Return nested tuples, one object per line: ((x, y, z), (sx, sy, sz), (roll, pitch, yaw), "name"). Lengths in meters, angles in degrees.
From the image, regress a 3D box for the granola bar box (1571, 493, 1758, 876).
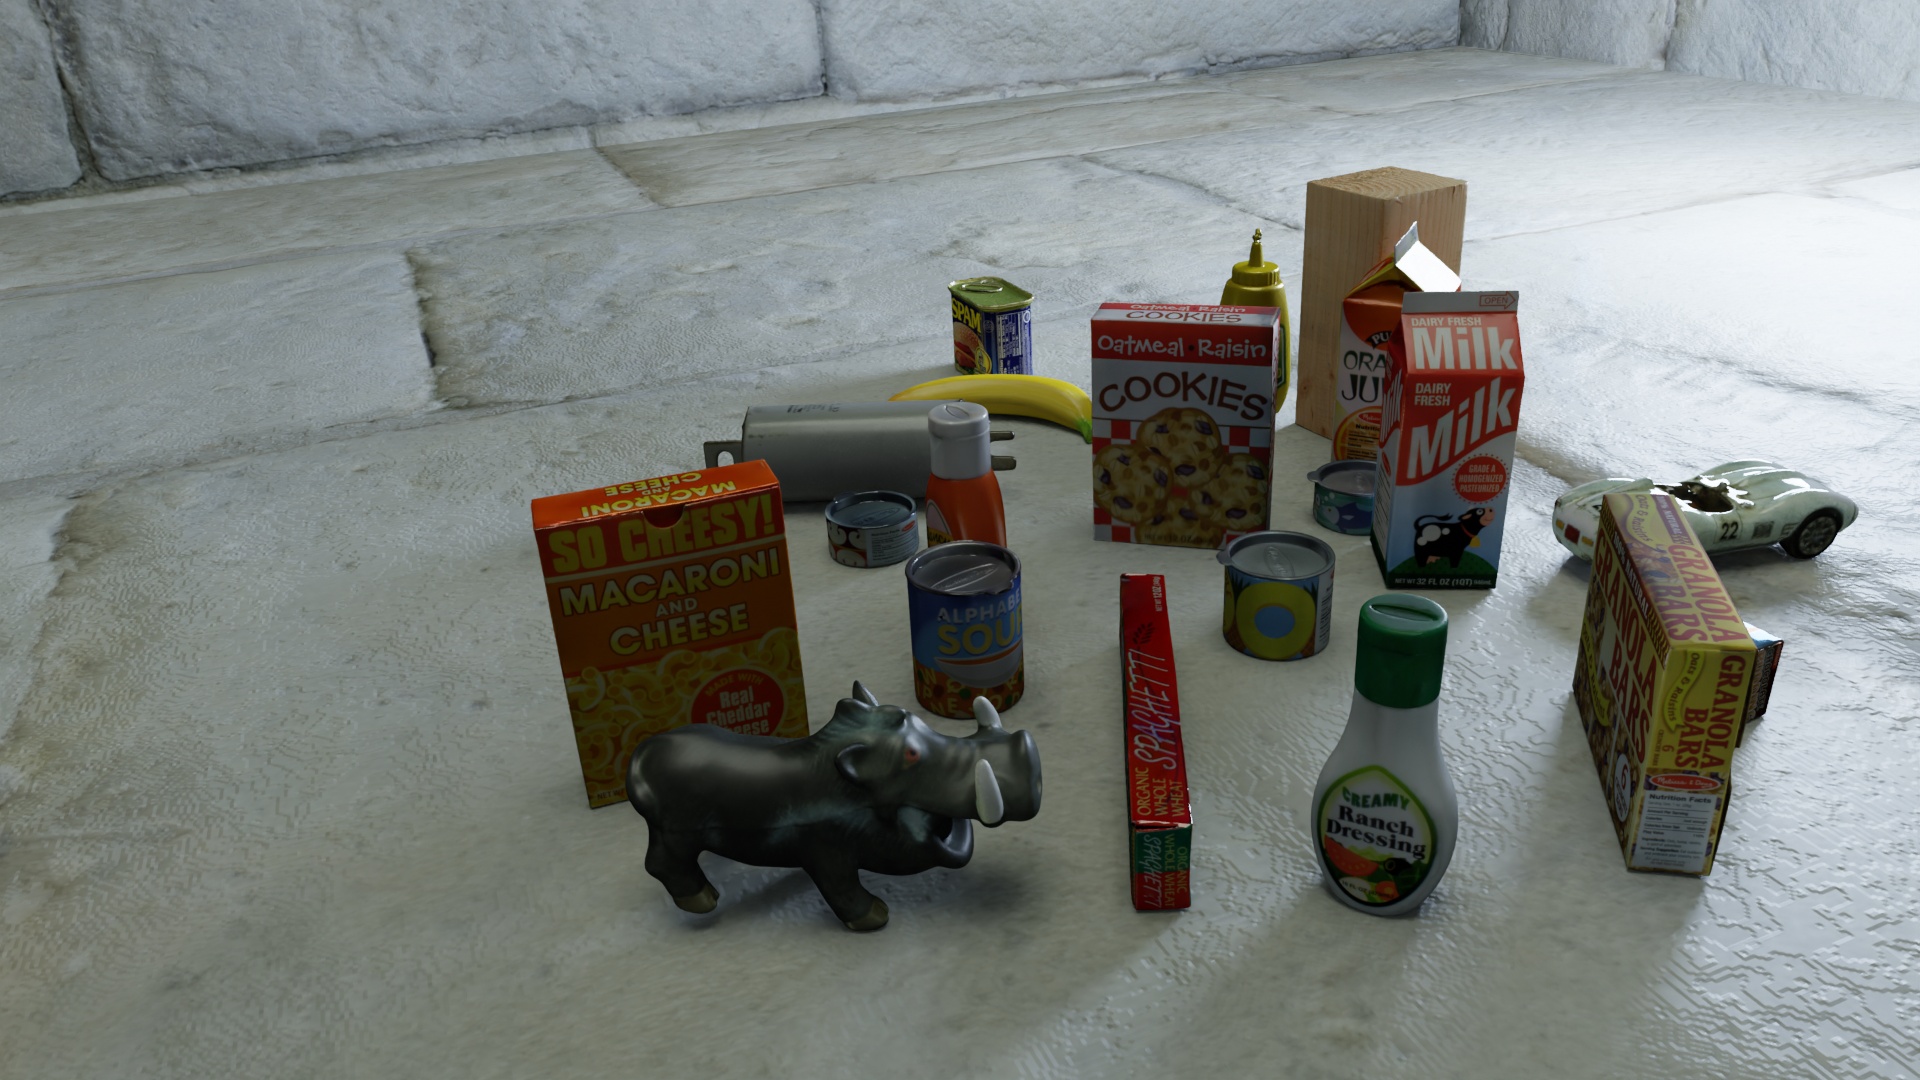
((0.345, 0.065, 0.691), (0.039, 0.123, 0.166), (3, 26, 13), "granola bar box")

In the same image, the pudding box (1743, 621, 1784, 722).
((0.409, 0.061, 0.776), (0.030, 0.049, 0.084), (-14, 28, -22), "pudding box")

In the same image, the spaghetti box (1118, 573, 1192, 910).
((0.101, 0.096, 0.741), (0.029, 0.050, 0.251), (-1, 26, 5), "spaghetti box")

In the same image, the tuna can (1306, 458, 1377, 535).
((0.286, -0.032, 1.003), (0.071, 0.032, 0.071), (-3, 26, 1), "tuna can")

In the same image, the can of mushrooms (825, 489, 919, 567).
((-0.064, -0.010, 0.999), (0.071, 0.033, 0.071), (-3, 26, 1), "can of mushrooms")

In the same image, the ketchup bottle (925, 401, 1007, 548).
((0.003, -0.011, 0.861), (0.044, 0.148, 0.065), (-16, 28, -25), "ketchup bottle")

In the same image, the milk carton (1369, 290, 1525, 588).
((0.312, -0.068, 0.895), (0.072, 0.189, 0.074), (0, 26, 7), "milk carton")

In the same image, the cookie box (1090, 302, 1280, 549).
((0.154, -0.079, 0.962), (0.123, 0.166, 0.040), (5, 27, 16), "cookie box")

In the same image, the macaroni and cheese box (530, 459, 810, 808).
((-0.149, 0.050, 0.734), (0.124, 0.165, 0.040), (-12, 27, -17), "macaroni and cheese box")

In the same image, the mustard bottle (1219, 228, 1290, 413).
((0.247, -0.184, 1.178), (0.065, 0.159, 0.049), (-9, 26, -12), "mustard bottle")

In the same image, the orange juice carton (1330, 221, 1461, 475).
((0.321, -0.132, 1.024), (0.073, 0.191, 0.072), (11, 29, 27), "orange juice carton")

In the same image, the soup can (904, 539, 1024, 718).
((0.005, 0.053, 0.804), (0.071, 0.083, 0.071), (-3, 25, 1), "soup can")

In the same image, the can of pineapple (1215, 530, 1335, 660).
((0.193, 0.033, 0.852), (0.071, 0.057, 0.071), (-3, 26, 1), "can of pineapple")

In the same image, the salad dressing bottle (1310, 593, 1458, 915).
((0.191, 0.096, 0.619), (0.064, 0.147, 0.044), (11, 29, 28), "salad dressing bottle")
